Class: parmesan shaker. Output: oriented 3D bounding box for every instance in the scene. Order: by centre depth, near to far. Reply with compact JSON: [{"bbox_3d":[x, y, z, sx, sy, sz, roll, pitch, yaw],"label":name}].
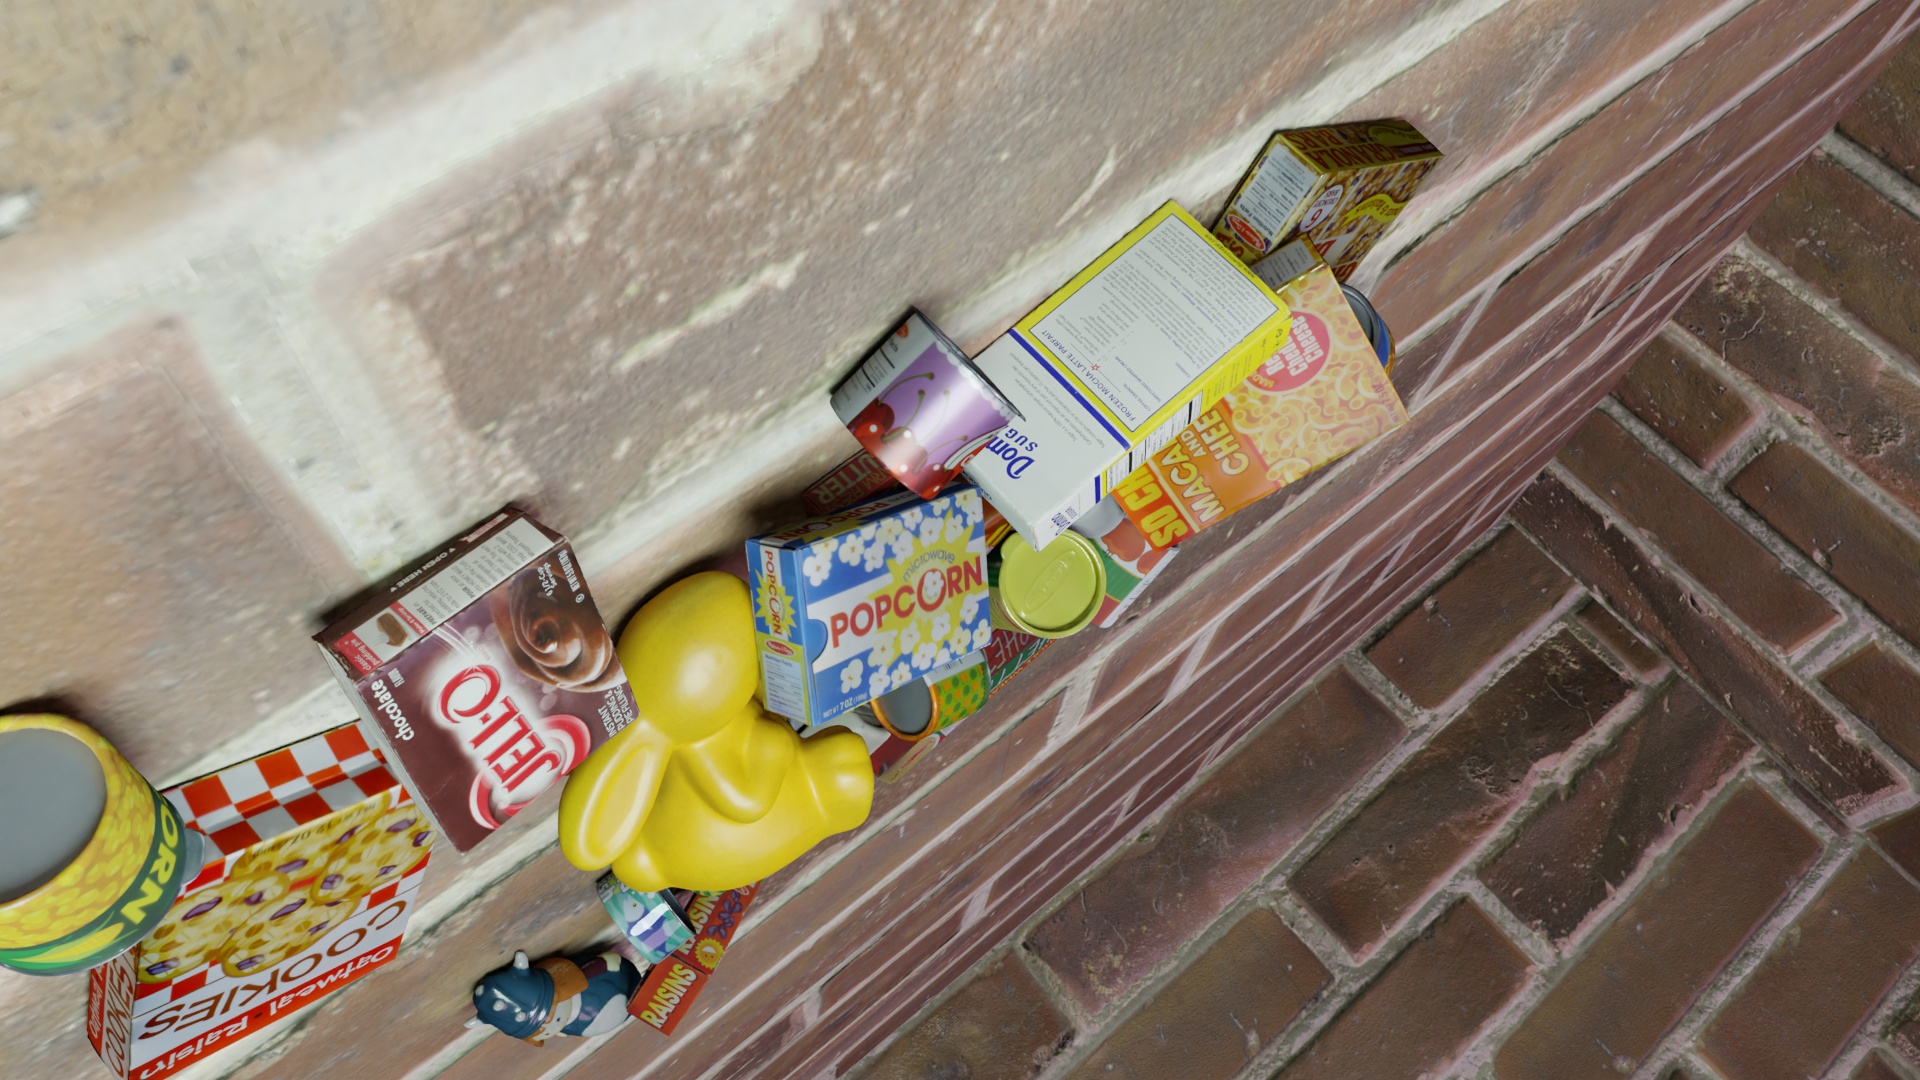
[{"bbox_3d":[0.041,0.023,0.868,0.071,0.071,0.103,-39,-172,-11],"label":"parmesan shaker"}]

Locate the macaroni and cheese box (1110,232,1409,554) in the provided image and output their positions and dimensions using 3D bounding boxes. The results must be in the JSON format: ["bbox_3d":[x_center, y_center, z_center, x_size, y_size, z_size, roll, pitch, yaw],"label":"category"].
[{"bbox_3d":[0.154,-0.079,0.797,0.166,0.040,0.123,-29,124,15],"label":"macaroni and cheese box"}]

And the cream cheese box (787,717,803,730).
[{"bbox_3d":[-0.087,0.074,0.839,0.053,0.024,0.103,-34,159,-23],"label":"cream cheese box"}]

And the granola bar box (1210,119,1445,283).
[{"bbox_3d":[0.206,-0.188,0.834,0.166,0.039,0.123,-22,153,-46],"label":"granola bar box"}]

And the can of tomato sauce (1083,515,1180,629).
[{"bbox_3d":[0.113,0.013,1.043,0.083,0.071,0.071,-50,159,20],"label":"can of tomato sauce"}]

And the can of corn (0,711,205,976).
[{"bbox_3d":[-0.282,0.094,0.430,0.071,0.071,0.058,-33,158,-25],"label":"can of corn"}]

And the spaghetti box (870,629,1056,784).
[{"bbox_3d":[0.026,0.100,1.110,0.250,0.029,0.050,-41,161,-4],"label":"spaghetti box"}]

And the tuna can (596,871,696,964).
[{"bbox_3d":[-0.204,0.236,0.897,0.033,0.071,0.070,-37,160,-13],"label":"tuna can"}]

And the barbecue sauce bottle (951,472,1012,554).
[{"bbox_3d":[0.003,-0.010,0.806,0.148,0.044,0.065,-47,165,12],"label":"barbecue sauce bottle"}]

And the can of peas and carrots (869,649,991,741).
[{"bbox_3d":[-0.023,0.100,0.955,0.059,0.071,0.070,-19,150,-47],"label":"can of peas and carrots"}]

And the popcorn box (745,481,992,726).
[{"bbox_3d":[-0.040,0.026,0.665,0.127,0.038,0.085,-21,114,-45],"label":"popcorn box"}]

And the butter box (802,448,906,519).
[{"bbox_3d":[-0.052,-0.009,0.730,0.053,0.024,0.103,-37,161,-17],"label":"butter box"}]

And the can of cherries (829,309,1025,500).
[{"bbox_3d":[-0.014,-0.059,0.627,0.058,0.071,0.071,-45,161,7],"label":"can of cherries"}]

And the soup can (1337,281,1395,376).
[{"bbox_3d":[0.233,-0.124,0.866,0.071,0.071,0.084,-48,162,16],"label":"soup can"}]

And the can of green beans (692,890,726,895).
[{"bbox_3d":[-0.149,0.190,0.901,0.058,0.071,0.071,-10,143,-56],"label":"can of green beans"}]

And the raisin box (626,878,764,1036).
[{"bbox_3d":[-0.182,0.275,0.985,0.085,0.040,0.124,-56,-176,35],"label":"raisin box"}]

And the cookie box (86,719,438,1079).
[{"bbox_3d":[-0.289,0.149,0.581,0.123,0.040,0.166,-22,151,-46],"label":"cookie box"}]

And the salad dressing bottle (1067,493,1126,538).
[{"bbox_3d":[0.084,-0.031,0.902,0.044,0.064,0.148,-38,171,11],"label":"salad dressing bottle"}]

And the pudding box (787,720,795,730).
[{"bbox_3d":[-0.131,0.132,0.838,0.030,0.050,0.083,-19,150,-46],"label":"pudding box"}]

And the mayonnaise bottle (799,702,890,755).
[{"bbox_3d":[-0.117,0.169,0.961,0.148,0.041,0.064,-43,159,5],"label":"mayonnaise bottle"}]
